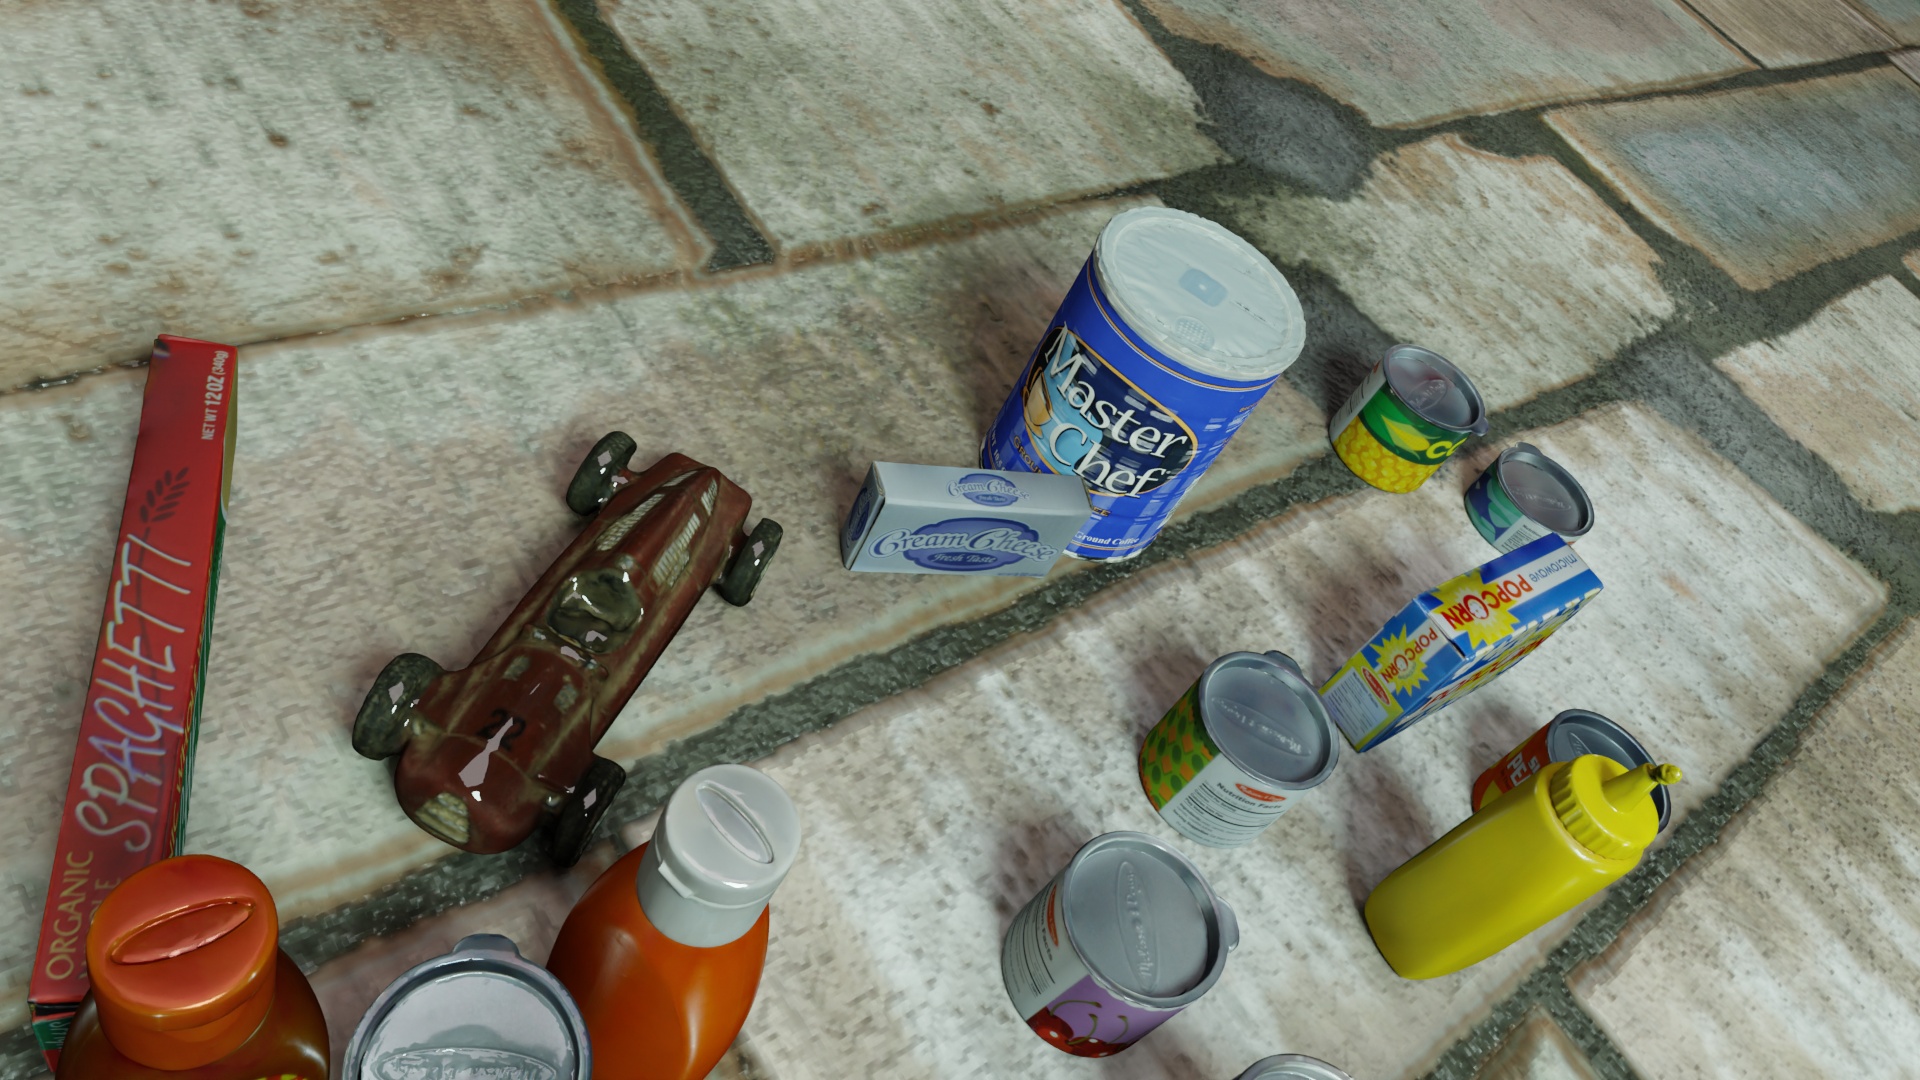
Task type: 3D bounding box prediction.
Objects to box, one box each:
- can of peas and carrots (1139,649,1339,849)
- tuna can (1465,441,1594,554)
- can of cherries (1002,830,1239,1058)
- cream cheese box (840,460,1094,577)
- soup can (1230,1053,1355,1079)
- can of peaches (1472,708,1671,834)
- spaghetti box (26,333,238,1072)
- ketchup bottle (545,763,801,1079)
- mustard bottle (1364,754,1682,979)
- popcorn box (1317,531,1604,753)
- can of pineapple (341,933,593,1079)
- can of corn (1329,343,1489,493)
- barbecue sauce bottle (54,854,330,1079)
[{"bbox_3d":[0.119,0.089,0.598,0.071,0.058,0.071,14,48,-16],"label":"can of peas and carrots"},{"bbox_3d":[0.333,-0.022,0.816,0.071,0.032,0.071,14,48,-16],"label":"tuna can"},{"bbox_3d":[0.059,0.151,0.516,0.071,0.058,0.072,14,48,-16],"label":"can of cherries"},{"bbox_3d":[0.002,-0.008,0.624,0.104,0.053,0.024,3,52,-25],"label":"cream cheese box"},{"bbox_3d":[0.096,0.219,0.460,0.071,0.083,0.072,14,48,-16],"label":"soup can"},{"bbox_3d":[0.284,0.122,0.654,0.071,0.057,0.071,14,48,-16],"label":"can of peaches"},{"bbox_3d":[-0.263,0.040,0.453,0.029,0.050,0.251,4,51,-24],"label":"spaghetti box"},{"bbox_3d":[-0.085,0.117,0.410,0.065,0.148,0.044,44,47,12],"label":"ketchup bottle"},{"bbox_3d":[0.227,0.124,0.552,0.065,0.159,0.049,-9,58,-32],"label":"mustard bottle"},{"bbox_3d":[0.244,0.049,0.676,0.127,0.084,0.038,-18,63,-36],"label":"popcorn box"},{"bbox_3d":[-0.145,0.161,0.406,0.071,0.057,0.071,14,48,-16],"label":"can of pineapple"},{"bbox_3d":[0.258,-0.068,0.799,0.071,0.058,0.071,14,48,-16],"label":"can of corn"},{"bbox_3d":[-0.192,0.126,0.348,0.065,0.147,0.044,-16,62,-36],"label":"barbecue sauce bottle"}]
